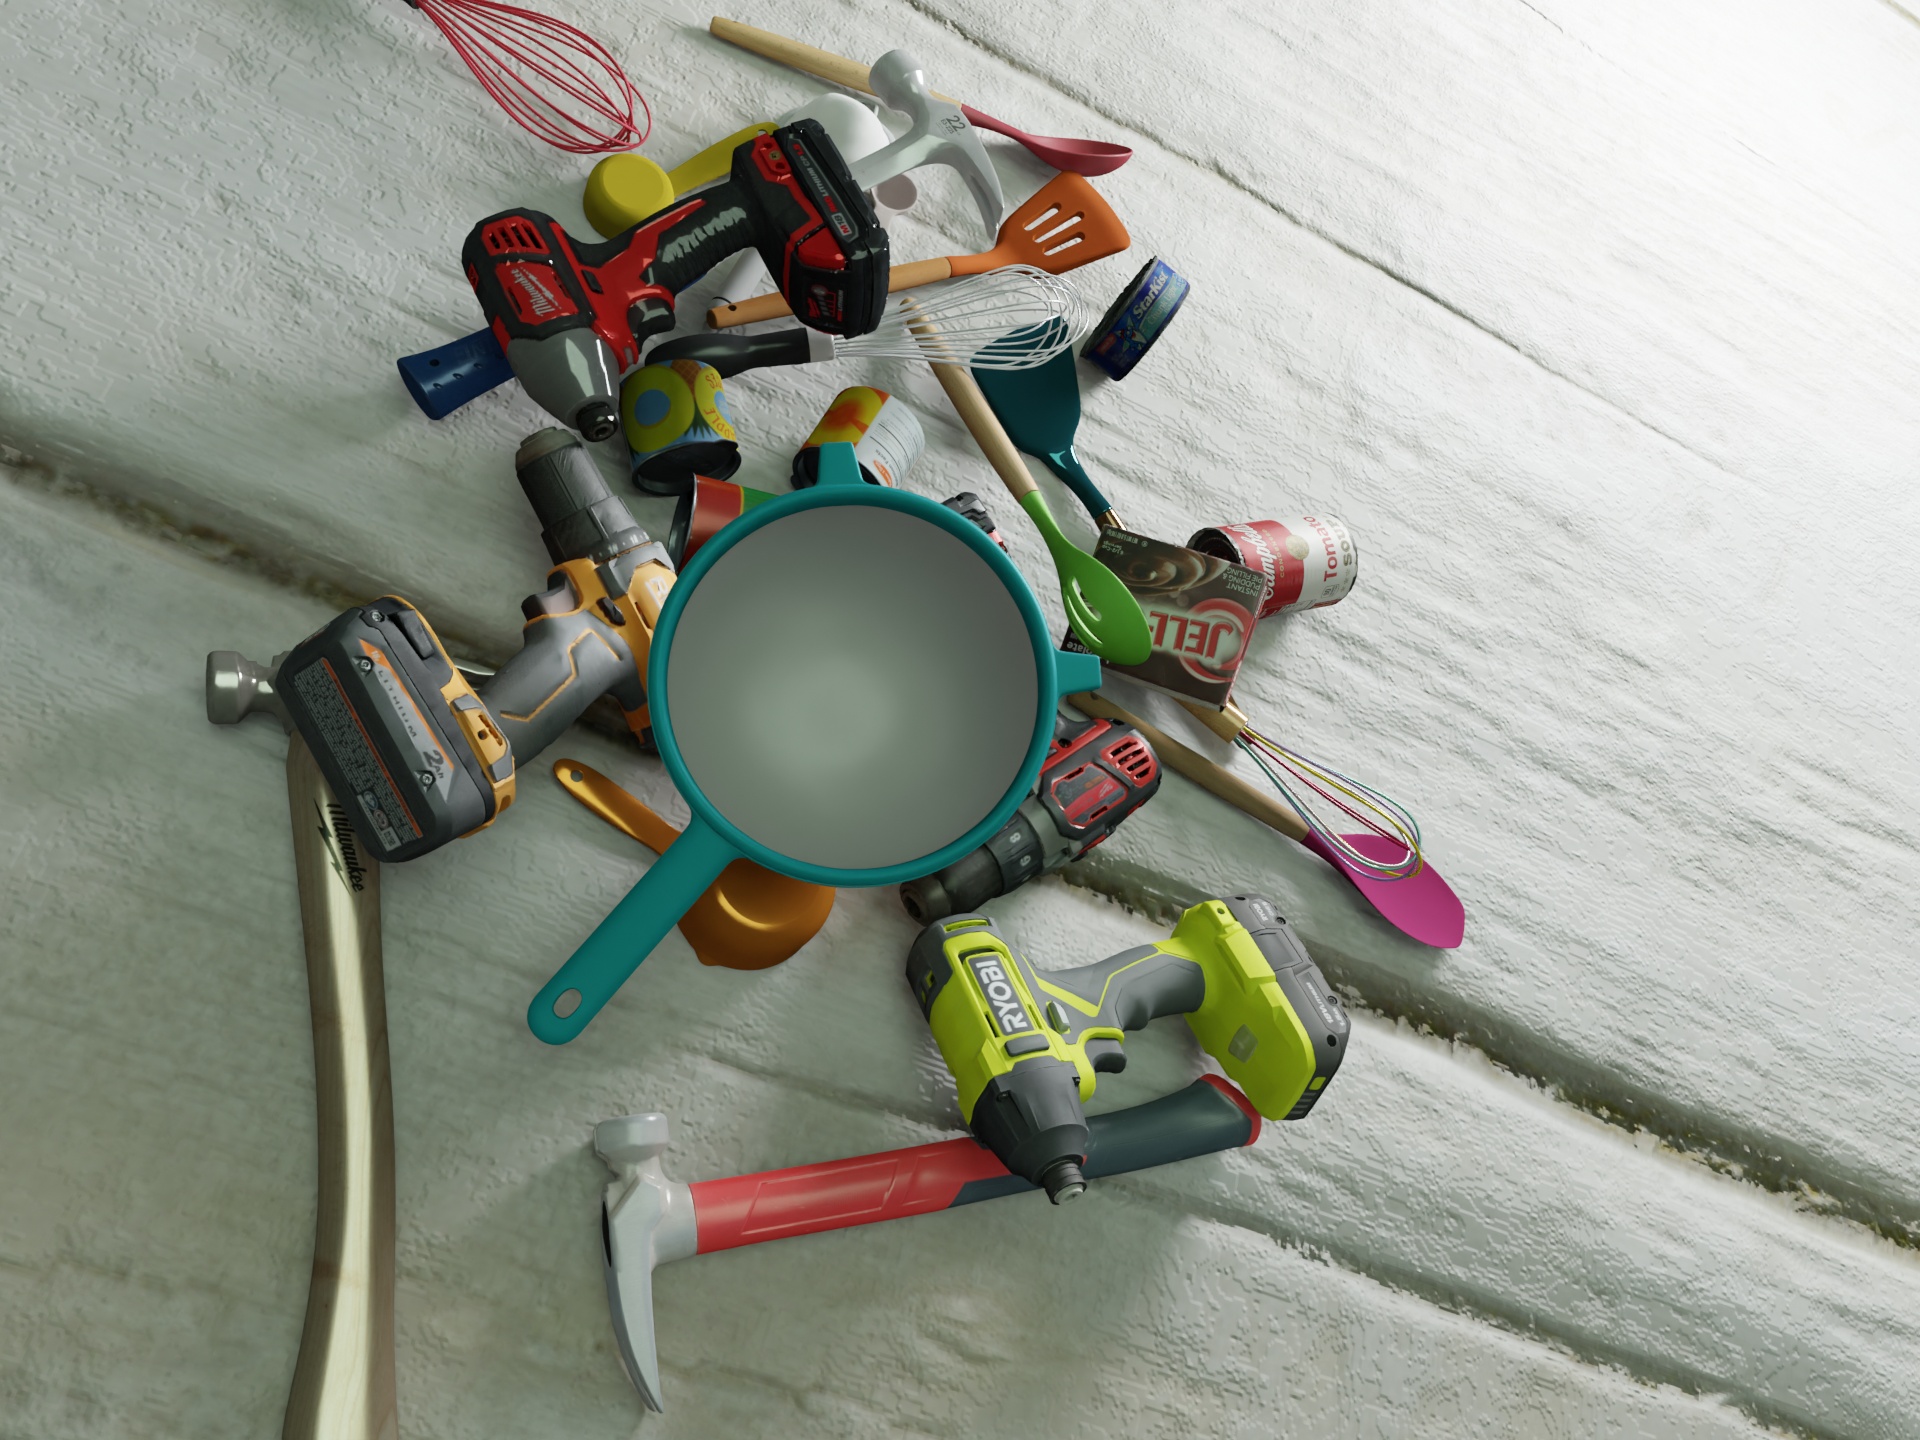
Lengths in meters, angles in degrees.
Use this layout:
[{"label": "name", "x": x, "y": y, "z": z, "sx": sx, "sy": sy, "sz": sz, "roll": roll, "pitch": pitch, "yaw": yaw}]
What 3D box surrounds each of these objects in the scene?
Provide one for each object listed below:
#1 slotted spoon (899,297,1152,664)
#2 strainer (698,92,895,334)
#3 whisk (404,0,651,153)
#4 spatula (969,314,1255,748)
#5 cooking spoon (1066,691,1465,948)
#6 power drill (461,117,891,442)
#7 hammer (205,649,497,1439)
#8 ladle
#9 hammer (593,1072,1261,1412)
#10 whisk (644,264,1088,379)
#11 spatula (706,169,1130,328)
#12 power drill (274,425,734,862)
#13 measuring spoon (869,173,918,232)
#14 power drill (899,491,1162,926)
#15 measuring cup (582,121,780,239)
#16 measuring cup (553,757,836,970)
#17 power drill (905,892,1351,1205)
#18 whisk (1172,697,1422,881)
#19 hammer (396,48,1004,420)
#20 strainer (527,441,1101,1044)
[{"label": "slotted spoon", "x": 0.032, "y": -0.160, "z": 1.020, "sx": 0.031, "sy": 0.070, "sz": 0.314, "roll": -20, "pitch": 64, "yaw": -19}, {"label": "strainer", "x": -0.111, "y": -0.348, "z": 1.064, "sx": 0.087, "sy": 0.050, "sz": 0.258, "roll": 23, "pitch": 65, "yaw": 4}, {"label": "whisk", "x": -0.323, "y": -0.448, "z": 1.003, "sx": 0.296, "sy": 0.073, "sz": 0.073, "roll": 33, "pitch": 61, "yaw": -1}, {"label": "spatula", "x": 0.113, "y": -0.120, "z": 1.068, "sx": 0.082, "sy": 0.044, "sz": 0.317, "roll": -30, "pitch": 85, "yaw": -23}, {"label": "cooking spoon", "x": 0.206, "y": 0.061, "z": 1.052, "sx": 0.318, "sy": 0.017, "sz": 0.069, "roll": 31, "pitch": 49, "yaw": -10}, {"label": "power drill", "x": -0.157, "y": -0.247, "z": 0.908, "sx": 0.219, "sy": 0.078, "sz": 0.143, "roll": -24, "pitch": 72, "yaw": -15}, {"label": "hammer", "x": -0.292, "y": 0.158, "z": 0.787, "sx": 0.146, "sy": 0.038, "sz": 0.411, "roll": 0, "pitch": 71, "yaw": -25}, {"label": "ladle", "x": -0.025, "y": -0.446, "z": 1.143, "sx": 0.315, "sy": 0.031, "sz": 0.069, "roll": 14, "pitch": 25, "yaw": -14}, {"label": "hammer", "x": 0.000, "y": 0.264, "z": 0.872, "sx": 0.386, "sy": 0.038, "sz": 0.143, "roll": -3, "pitch": 73, "yaw": -24}, {"label": "whisk", "x": -0.057, "y": -0.242, "z": 1.007, "sx": 0.284, "sy": 0.070, "sz": 0.070, "roll": -10, "pitch": 74, "yaw": -8}, {"label": "spatula", "x": -0.027, "y": -0.309, "z": 1.074, "sx": 0.322, "sy": 0.041, "sz": 0.081, "roll": -23, "pitch": 69, "yaw": -32}, {"label": "power drill", "x": -0.234, "y": -0.047, "z": 0.827, "sx": 0.226, "sy": 0.084, "sz": 0.185, "roll": -34, "pitch": 99, "yaw": -50}, {"label": "measuring spoon", "x": -0.063, "y": -0.326, "z": 1.093, "sx": 0.034, "sy": 0.018, "sz": 0.124, "roll": 25, "pitch": 69, "yaw": -9}, {"label": "power drill", "x": -0.002, "y": -0.003, "z": 0.957, "sx": 0.188, "sy": 0.080, "sz": 0.227, "roll": -32, "pitch": 88, "yaw": -30}, {"label": "measuring cup", "x": -0.176, "y": -0.364, "z": 1.040, "sx": 0.156, "sy": 0.029, "sz": 0.062, "roll": -38, "pitch": 88, "yaw": -25}, {"label": "measuring cup", "x": -0.146, "y": 0.066, "z": 0.876, "sx": 0.173, "sy": 0.052, "sz": 0.095, "roll": 36, "pitch": 60, "yaw": -9}, {"label": "power drill", "x": 0.098, "y": 0.179, "z": 0.899, "sx": 0.223, "sy": 0.080, "sz": 0.171, "roll": -5, "pitch": 45, "yaw": -26}, {"label": "whisk", "x": 0.200, "y": 0.018, "z": 1.032, "sx": 0.245, "sy": 0.047, "sz": 0.051, "roll": 40, "pitch": 88, "yaw": 9}, {"label": "hammer", "x": -0.152, "y": -0.288, "z": 0.986, "sx": 0.405, "sy": 0.035, "sz": 0.144, "roll": -33, "pitch": 77, "yaw": -21}, {"label": "strainer", "x": -0.100, "y": 0.034, "z": 0.841, "sx": 0.211, "sy": 0.095, "sz": 0.340, "roll": 41, "pitch": 79, "yaw": 1}]
